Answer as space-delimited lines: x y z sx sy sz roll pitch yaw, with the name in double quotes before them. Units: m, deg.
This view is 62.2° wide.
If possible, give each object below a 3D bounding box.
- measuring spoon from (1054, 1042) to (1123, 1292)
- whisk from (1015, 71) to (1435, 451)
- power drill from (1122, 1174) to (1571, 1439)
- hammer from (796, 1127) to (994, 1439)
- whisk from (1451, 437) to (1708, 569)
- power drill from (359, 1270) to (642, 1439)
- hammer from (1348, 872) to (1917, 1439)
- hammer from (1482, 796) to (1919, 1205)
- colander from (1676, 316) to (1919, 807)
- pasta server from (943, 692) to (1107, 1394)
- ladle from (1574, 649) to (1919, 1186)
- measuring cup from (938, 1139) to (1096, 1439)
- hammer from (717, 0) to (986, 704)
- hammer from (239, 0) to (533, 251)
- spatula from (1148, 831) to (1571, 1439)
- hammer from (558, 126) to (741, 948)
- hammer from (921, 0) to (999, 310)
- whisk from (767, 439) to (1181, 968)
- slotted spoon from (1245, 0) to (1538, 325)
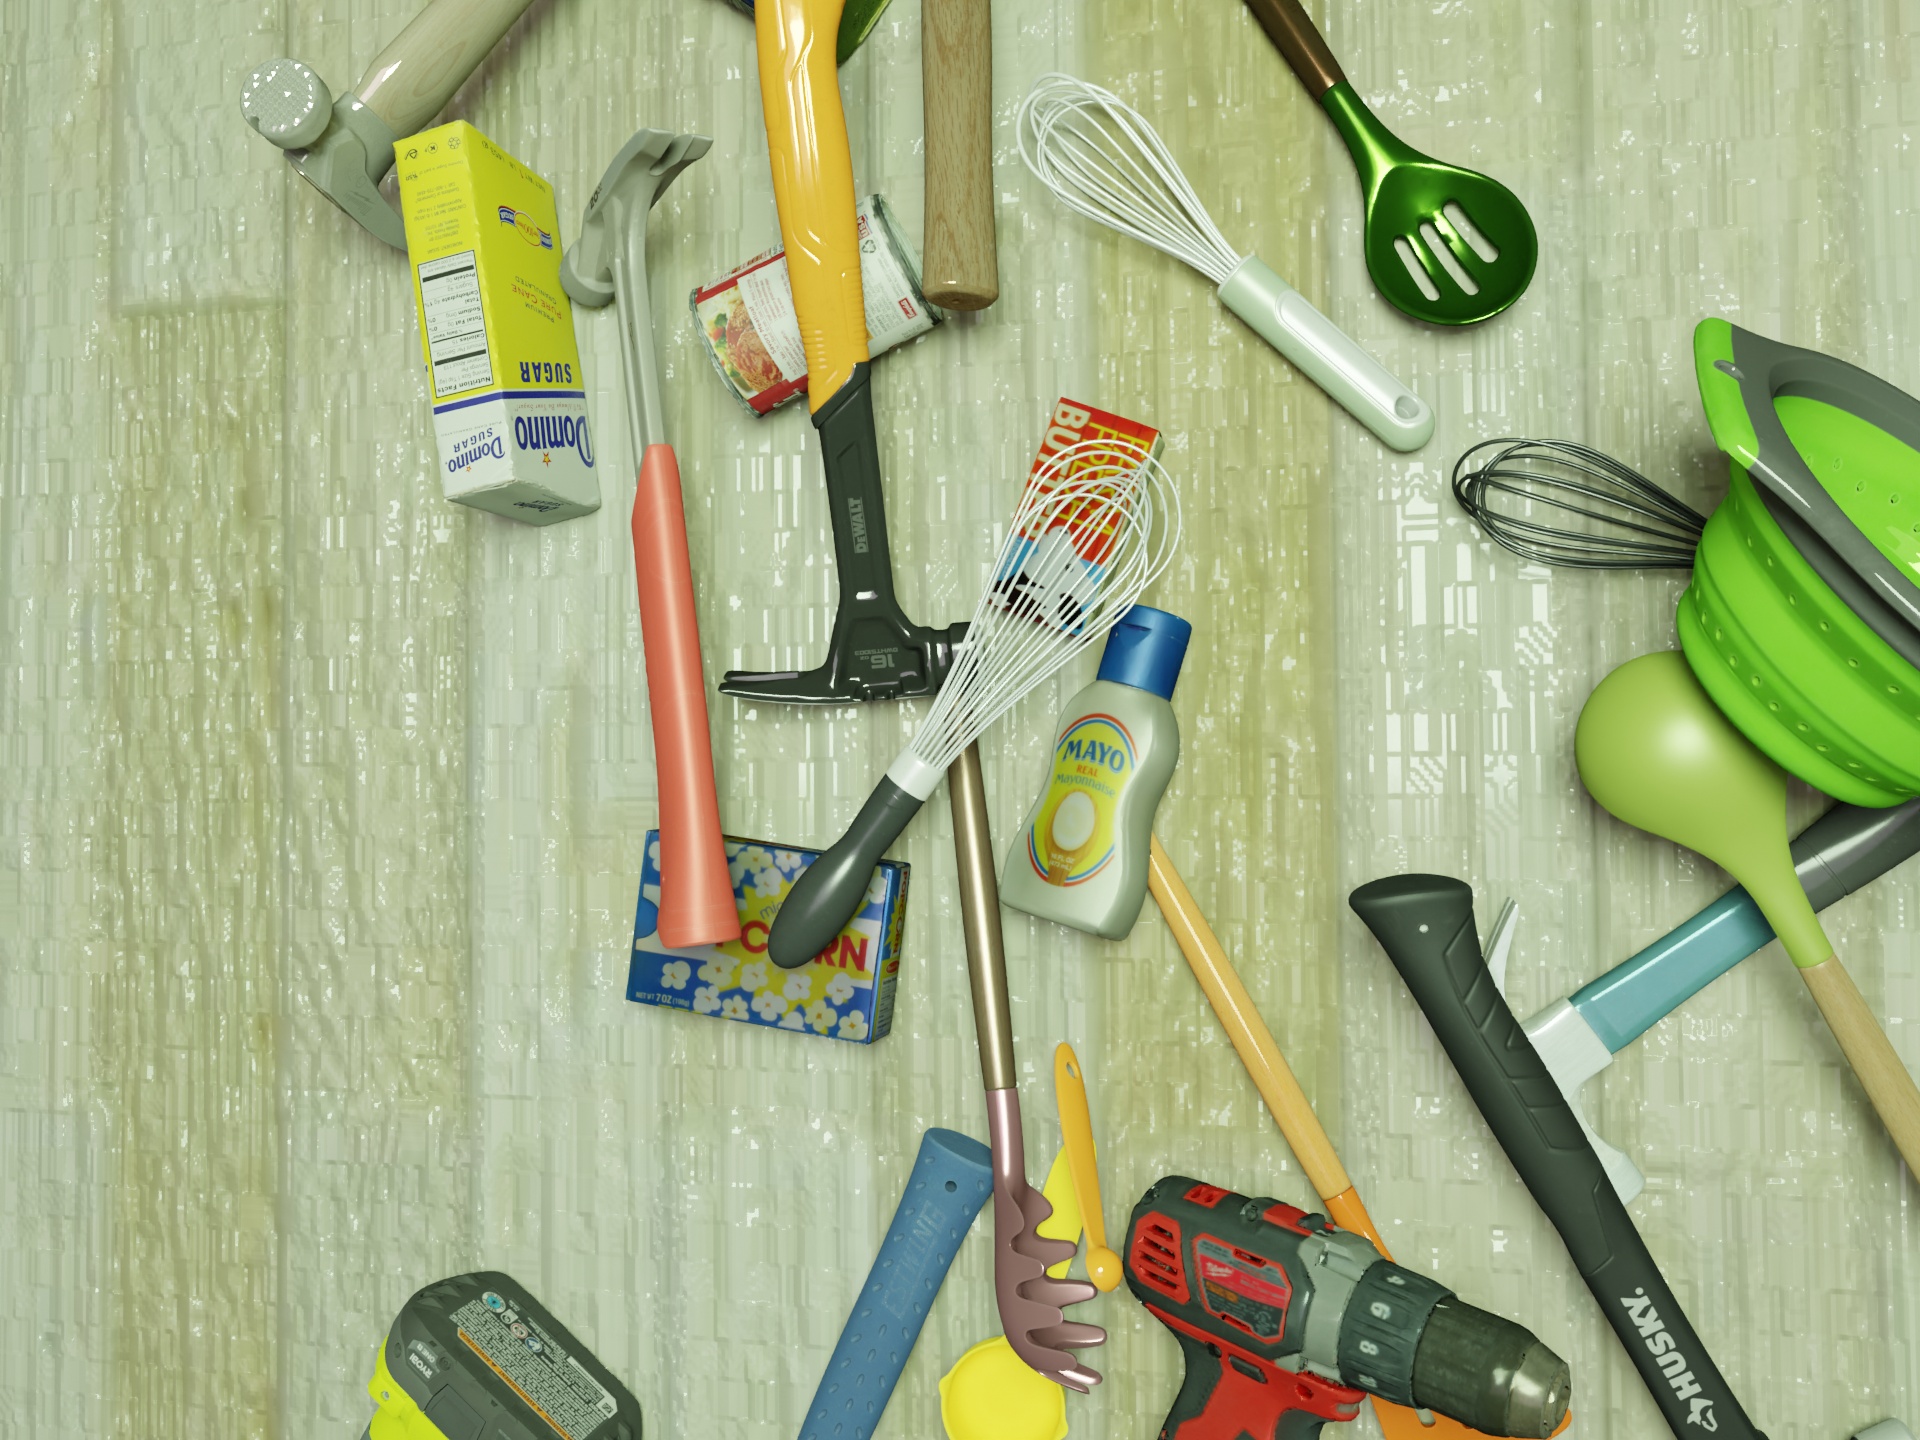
"measuring spoon" 0.058 0.197 0.713 0.011 0.021 0.117 -33 46 29
"whisk" 0.120 -0.209 0.726 0.246 0.059 0.058 43 70 7
"power drill" 0.141 0.322 0.658 0.188 0.080 0.227 11 91 39
"hammer" -0.084 0.382 0.760 0.144 0.035 0.405 25 94 13
"whisk" 0.327 -0.073 0.672 0.239 0.055 0.055 16 92 9
"power drill" -0.261 0.410 0.782 0.190 0.080 0.228 39 100 12
"hammer" 0.254 0.208 0.652 0.146 0.035 0.335 -31 94 11
"hammer" 0.361 0.063 0.666 0.331 0.033 0.128 -38 82 9
"colander" 0.407 0.006 0.591 0.397 0.205 0.094 31 131 -5
"pasta server" 0.023 0.140 0.729 0.040 0.060 0.316 -10 78 18
"ladle" 0.350 0.115 0.636 0.078 0.062 0.320 -30 90 8
"measuring cup" 0.036 0.269 0.745 0.062 0.029 0.156 17 80 10
"hammer" -0.064 -0.170 0.710 0.127 0.034 0.336 -4 107 3
"hammer" -0.174 -0.409 0.781 0.038 0.146 0.410 40 87 10
"spatula" 0.157 0.189 0.717 0.081 0.041 0.323 -31 78 12
"hammer" -0.134 -0.077 0.732 0.036 0.149 0.359 -4 83 -30
"hammer" -0.005 -0.351 0.721 0.130 0.031 0.331 2 84 -22
"whisk" -0.002 -0.003 0.712 0.070 0.070 0.284 38 97 12
"slotted spoon" 0.159 -0.309 0.729 0.070 0.031 0.314 -32 80 10
